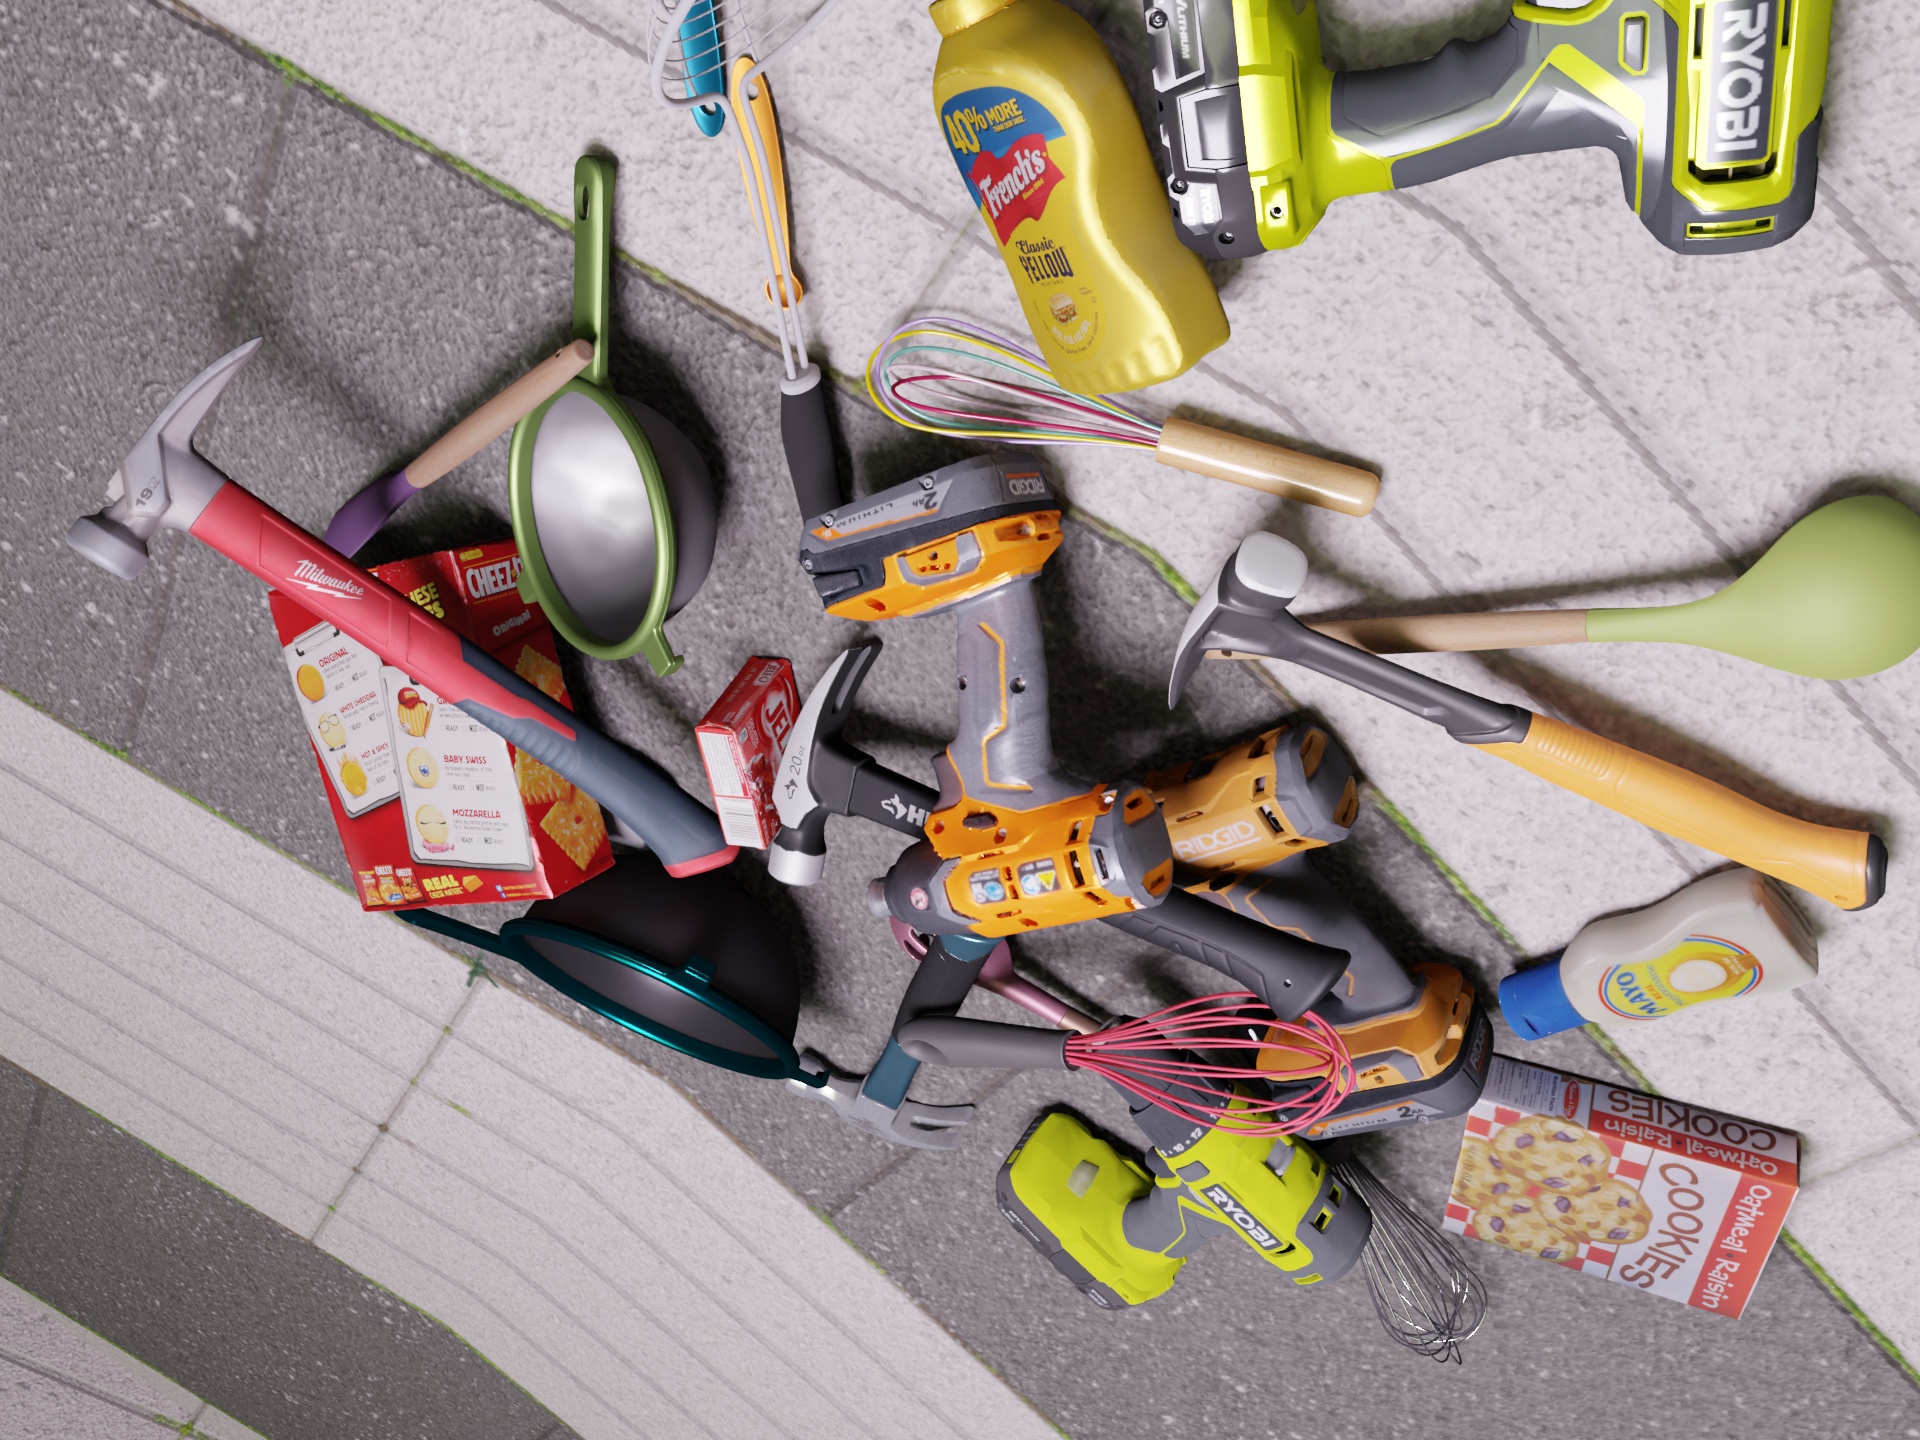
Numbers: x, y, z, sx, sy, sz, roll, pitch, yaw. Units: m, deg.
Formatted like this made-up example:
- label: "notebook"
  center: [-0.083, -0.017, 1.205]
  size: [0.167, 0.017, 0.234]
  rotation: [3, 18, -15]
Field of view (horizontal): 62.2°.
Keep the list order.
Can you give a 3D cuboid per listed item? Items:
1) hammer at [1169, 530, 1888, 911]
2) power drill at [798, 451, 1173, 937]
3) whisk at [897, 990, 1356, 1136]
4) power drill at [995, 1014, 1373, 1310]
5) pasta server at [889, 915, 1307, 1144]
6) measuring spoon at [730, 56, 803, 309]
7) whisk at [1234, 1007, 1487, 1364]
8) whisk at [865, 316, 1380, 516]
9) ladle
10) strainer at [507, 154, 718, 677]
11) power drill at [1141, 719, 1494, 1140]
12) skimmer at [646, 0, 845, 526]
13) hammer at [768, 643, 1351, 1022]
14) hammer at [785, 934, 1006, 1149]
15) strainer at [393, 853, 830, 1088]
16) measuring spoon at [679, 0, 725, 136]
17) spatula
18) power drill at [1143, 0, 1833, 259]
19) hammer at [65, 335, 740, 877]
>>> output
- label: "hammer"
  center: [0.263, 0.014, 0.736]
  size: [0.337, 0.034, 0.127]
  rotation: [22, 155, 0]
- label: "power drill"
  center: [-0.001, -0.003, 0.790]
  size: [0.164, 0.084, 0.226]
  rotation: [-16, 91, 30]
- label: "whisk"
  center: [0.078, 0.183, 0.873]
  size: [0.296, 0.073, 0.073]
  rotation: [-5, 123, 39]
- label: "power drill"
  center: [0.117, 0.278, 0.986]
  size: [0.190, 0.080, 0.228]
  rotation: [43, 143, -2]
- label: "pasta server"
  center: [0.089, 0.192, 0.999]
  size: [0.316, 0.040, 0.060]
  rotation: [30, 133, -3]
- label: "measuring spoon"
  center: [-0.090, -0.251, 0.749]
  size: [0.021, 0.011, 0.116]
  rotation: [2, 123, 15]
- label: "whisk"
  center: [0.242, 0.284, 0.977]
  size: [0.070, 0.070, 0.284]
  rotation: [-21, 109, 37]
- label: "whisk"
  center: [0.071, -0.132, 0.738]
  size: [0.245, 0.047, 0.051]
  rotation: [17, 135, 9]
- label: "ladle"
  center: [0.259, -0.048, 0.717]
  size: [0.320, 0.062, 0.078]
  rotation: [-2, 126, 36]
- label: "strainer"
  center: [-0.172, -0.160, 0.833]
  size: [0.152, 0.069, 0.256]
  rotation: [25, 119, 40]
- label: "power drill"
  center: [0.163, 0.120, 0.867]
  size: [0.185, 0.084, 0.226]
  rotation: [-23, 108, 38]
- label: "skimmer"
  center: [-0.062, -0.198, 0.719]
  size: [0.090, 0.127, 0.362]
  rotation: [27, 144, 30]
- label: "hammer"
  center: [0.044, 0.070, 0.838]
  size: [0.335, 0.035, 0.146]
  rotation: [21, 108, 27]
- label: "hammer"
  center: [-0.029, 0.197, 1.018]
  size: [0.128, 0.033, 0.330]
  rotation: [26, 144, 2]
- label: "strainer"
  center: [-0.240, 0.136, 1.071]
  size: [0.340, 0.095, 0.210]
  rotation: [12, 153, 29]
- label: "measuring spoon"
  center: [-0.113, -0.322, 0.703]
  size: [0.042, 0.021, 0.128]
  rotation: [19, 141, 14]
- label: "spatula"
  center: [-0.292, -0.143, 0.885]
  size: [0.018, 0.060, 0.316]
  rotation: [29, 147, -35]
- label: "power drill"
  center: [0.185, -0.250, 0.566]
  size: [0.223, 0.080, 0.171]
  rotation: [1, 127, 22]
- label: "hammer"
  center: [-0.273, -0.042, 0.886]
  size: [0.386, 0.143, 0.038]
  rotation: [37, 170, -22]
